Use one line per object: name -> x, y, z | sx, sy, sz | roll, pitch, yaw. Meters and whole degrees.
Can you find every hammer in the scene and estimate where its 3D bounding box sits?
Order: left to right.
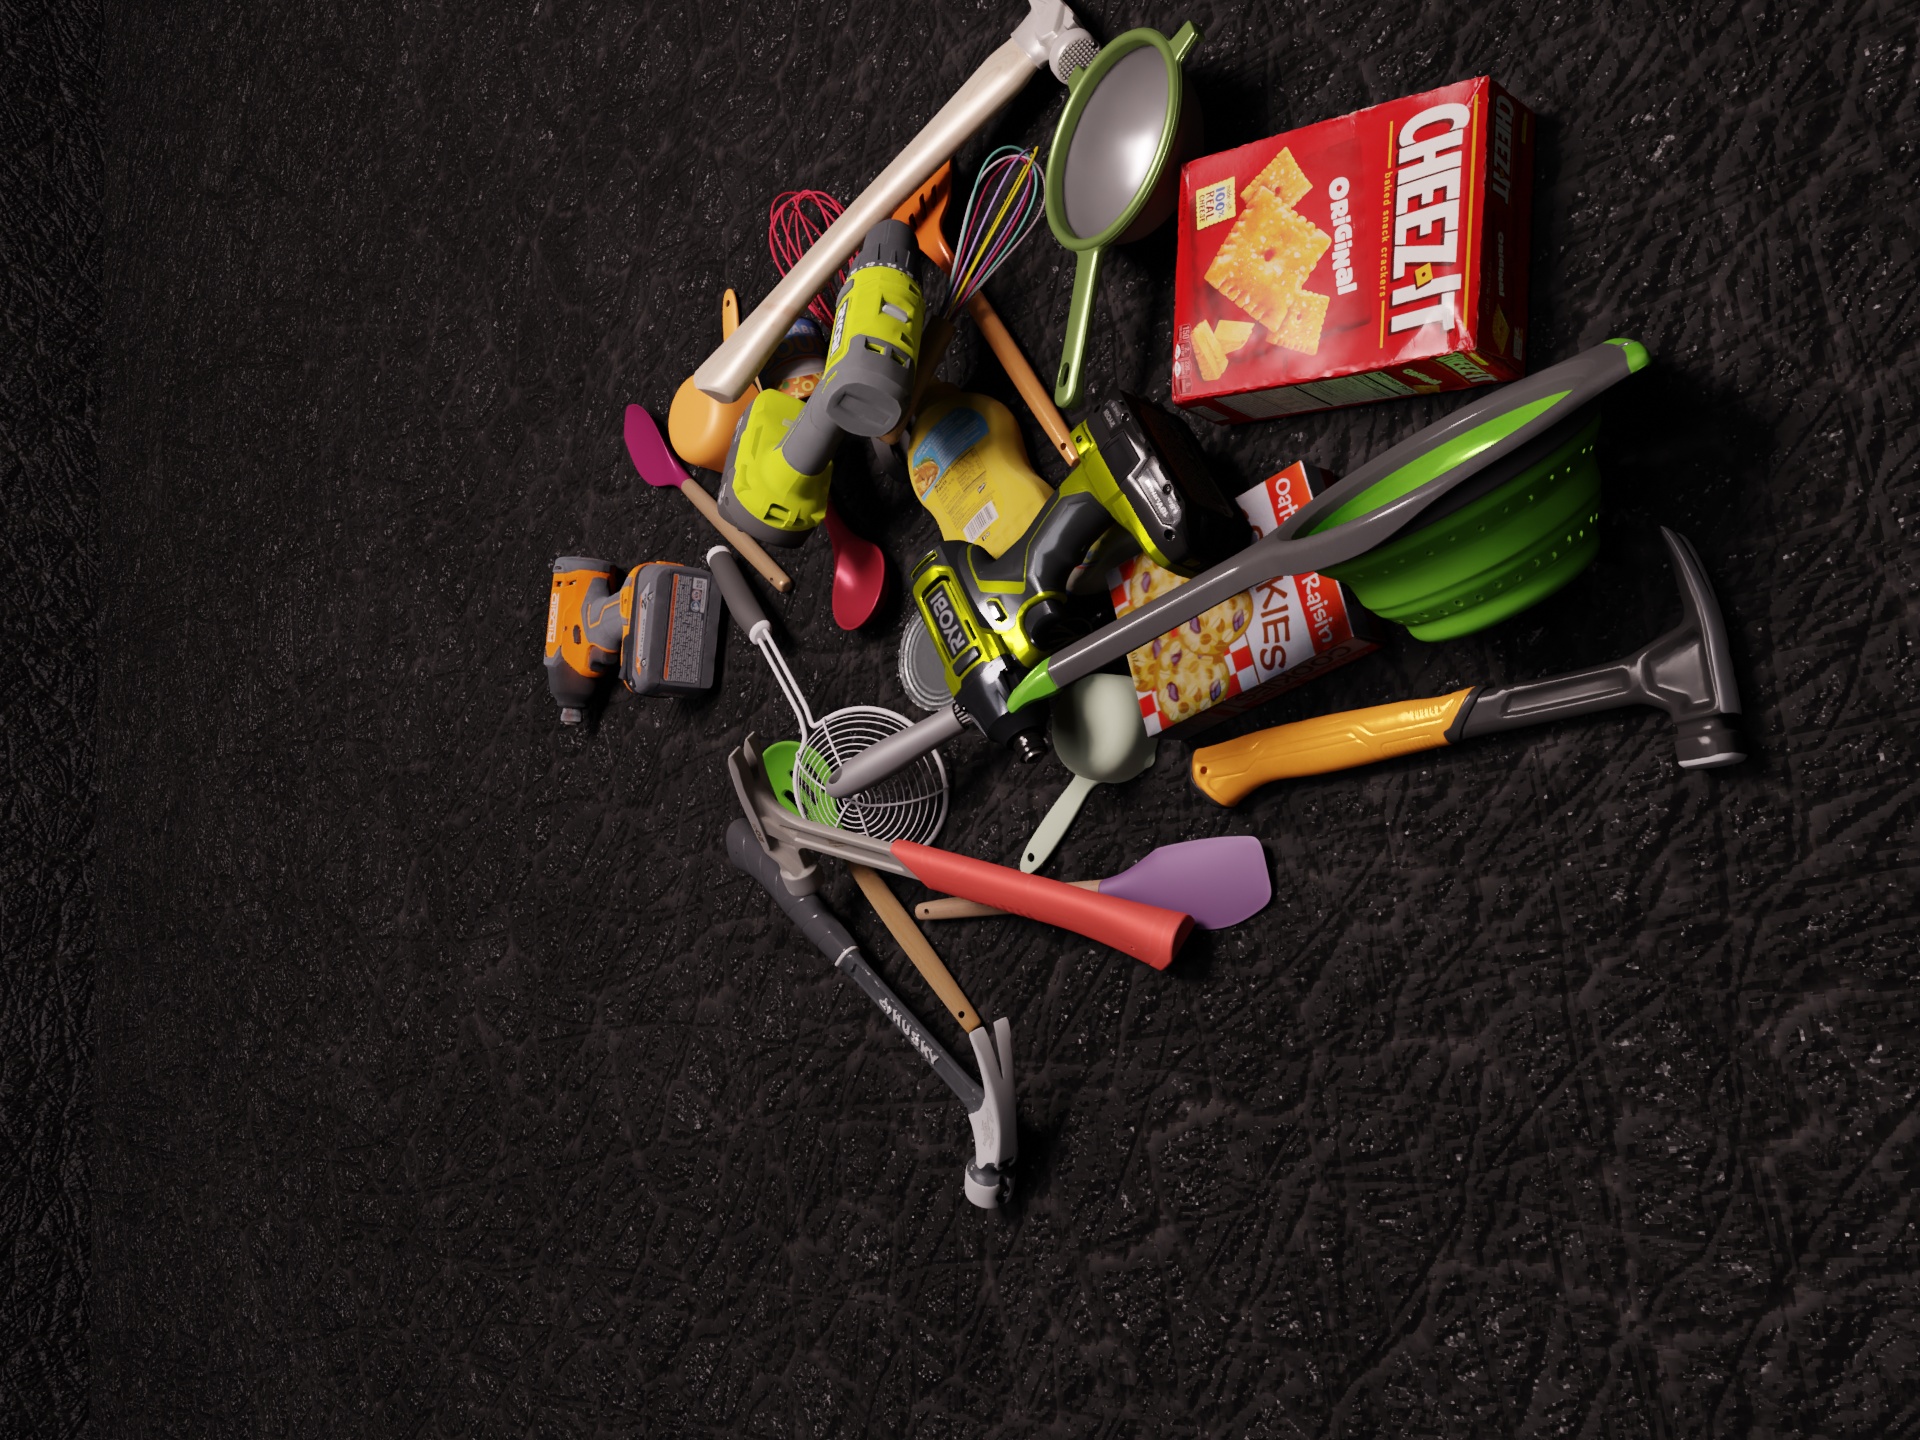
hammer -> -0.079, 0.190, 1.233 | 0.409, 0.036, 0.149 | 40, 136, 44
hammer -> -0.069, -0.409, 1.251 | 0.410, 0.038, 0.146 | -41, 49, 20
hammer -> -0.005, 0.103, 1.123 | 0.359, 0.037, 0.149 | 12, 136, 32
hammer -> 0.274, -0.007, 0.932 | 0.337, 0.034, 0.127 | -16, 75, 42

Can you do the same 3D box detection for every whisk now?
whisk -> -0.092, -0.323, 1.315 | 0.073, 0.073, 0.296 | -35, 67, 36
whisk -> -0.002, -0.005, 1.154 | 0.239, 0.055, 0.055 | -30, 63, 19
whisk -> -0.002, -0.319, 1.188 | 0.047, 0.051, 0.245 | 34, 98, 51

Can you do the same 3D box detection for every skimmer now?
skimmer -> -0.125, -0.028, 1.324 | 0.127, 0.090, 0.364 | -52, 44, 19

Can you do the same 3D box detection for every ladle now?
ladle -> -0.125, -0.200, 1.354 | 0.069, 0.031, 0.316 | -45, 55, 28

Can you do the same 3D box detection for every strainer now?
strainer -> 0.116, -0.337, 1.096 | 0.151, 0.069, 0.256 | 16, 97, 60

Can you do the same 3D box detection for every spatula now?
spatula -> 0.022, -0.316, 1.228 | 0.081, 0.041, 0.323 | -44, 61, 31
spatula -> 0.082, 0.124, 1.117 | 0.316, 0.018, 0.060 | -12, 89, 43

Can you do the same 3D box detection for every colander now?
colander -> 0.211, -0.071, 0.898 | 0.397, 0.204, 0.094 | -29, 98, 21

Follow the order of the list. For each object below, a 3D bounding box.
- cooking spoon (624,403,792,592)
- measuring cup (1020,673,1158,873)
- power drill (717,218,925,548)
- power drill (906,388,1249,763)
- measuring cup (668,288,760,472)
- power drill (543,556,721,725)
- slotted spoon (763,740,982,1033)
cooking spoon -> -0.240, -0.205, 1.471 | 0.319, 0.017, 0.068 | 45, 135, 37
measuring cup -> 0.076, 0.041, 1.117 | 0.083, 0.038, 0.167 | 46, 114, 38
power drill -> -0.098, -0.254, 1.206 | 0.228, 0.080, 0.191 | -43, 33, 47
power drill -> 0.072, -0.092, 1.046 | 0.223, 0.080, 0.171 | -42, 57, 30
measuring cup -> -0.227, -0.314, 1.448 | 0.095, 0.052, 0.174 | -7, 82, 44
power drill -> -0.319, -0.072, 1.494 | 0.227, 0.084, 0.164 | 6, 90, 49
slotted spoon -> -0.073, 0.130, 1.263 | 0.070, 0.031, 0.314 | -50, 55, 14
